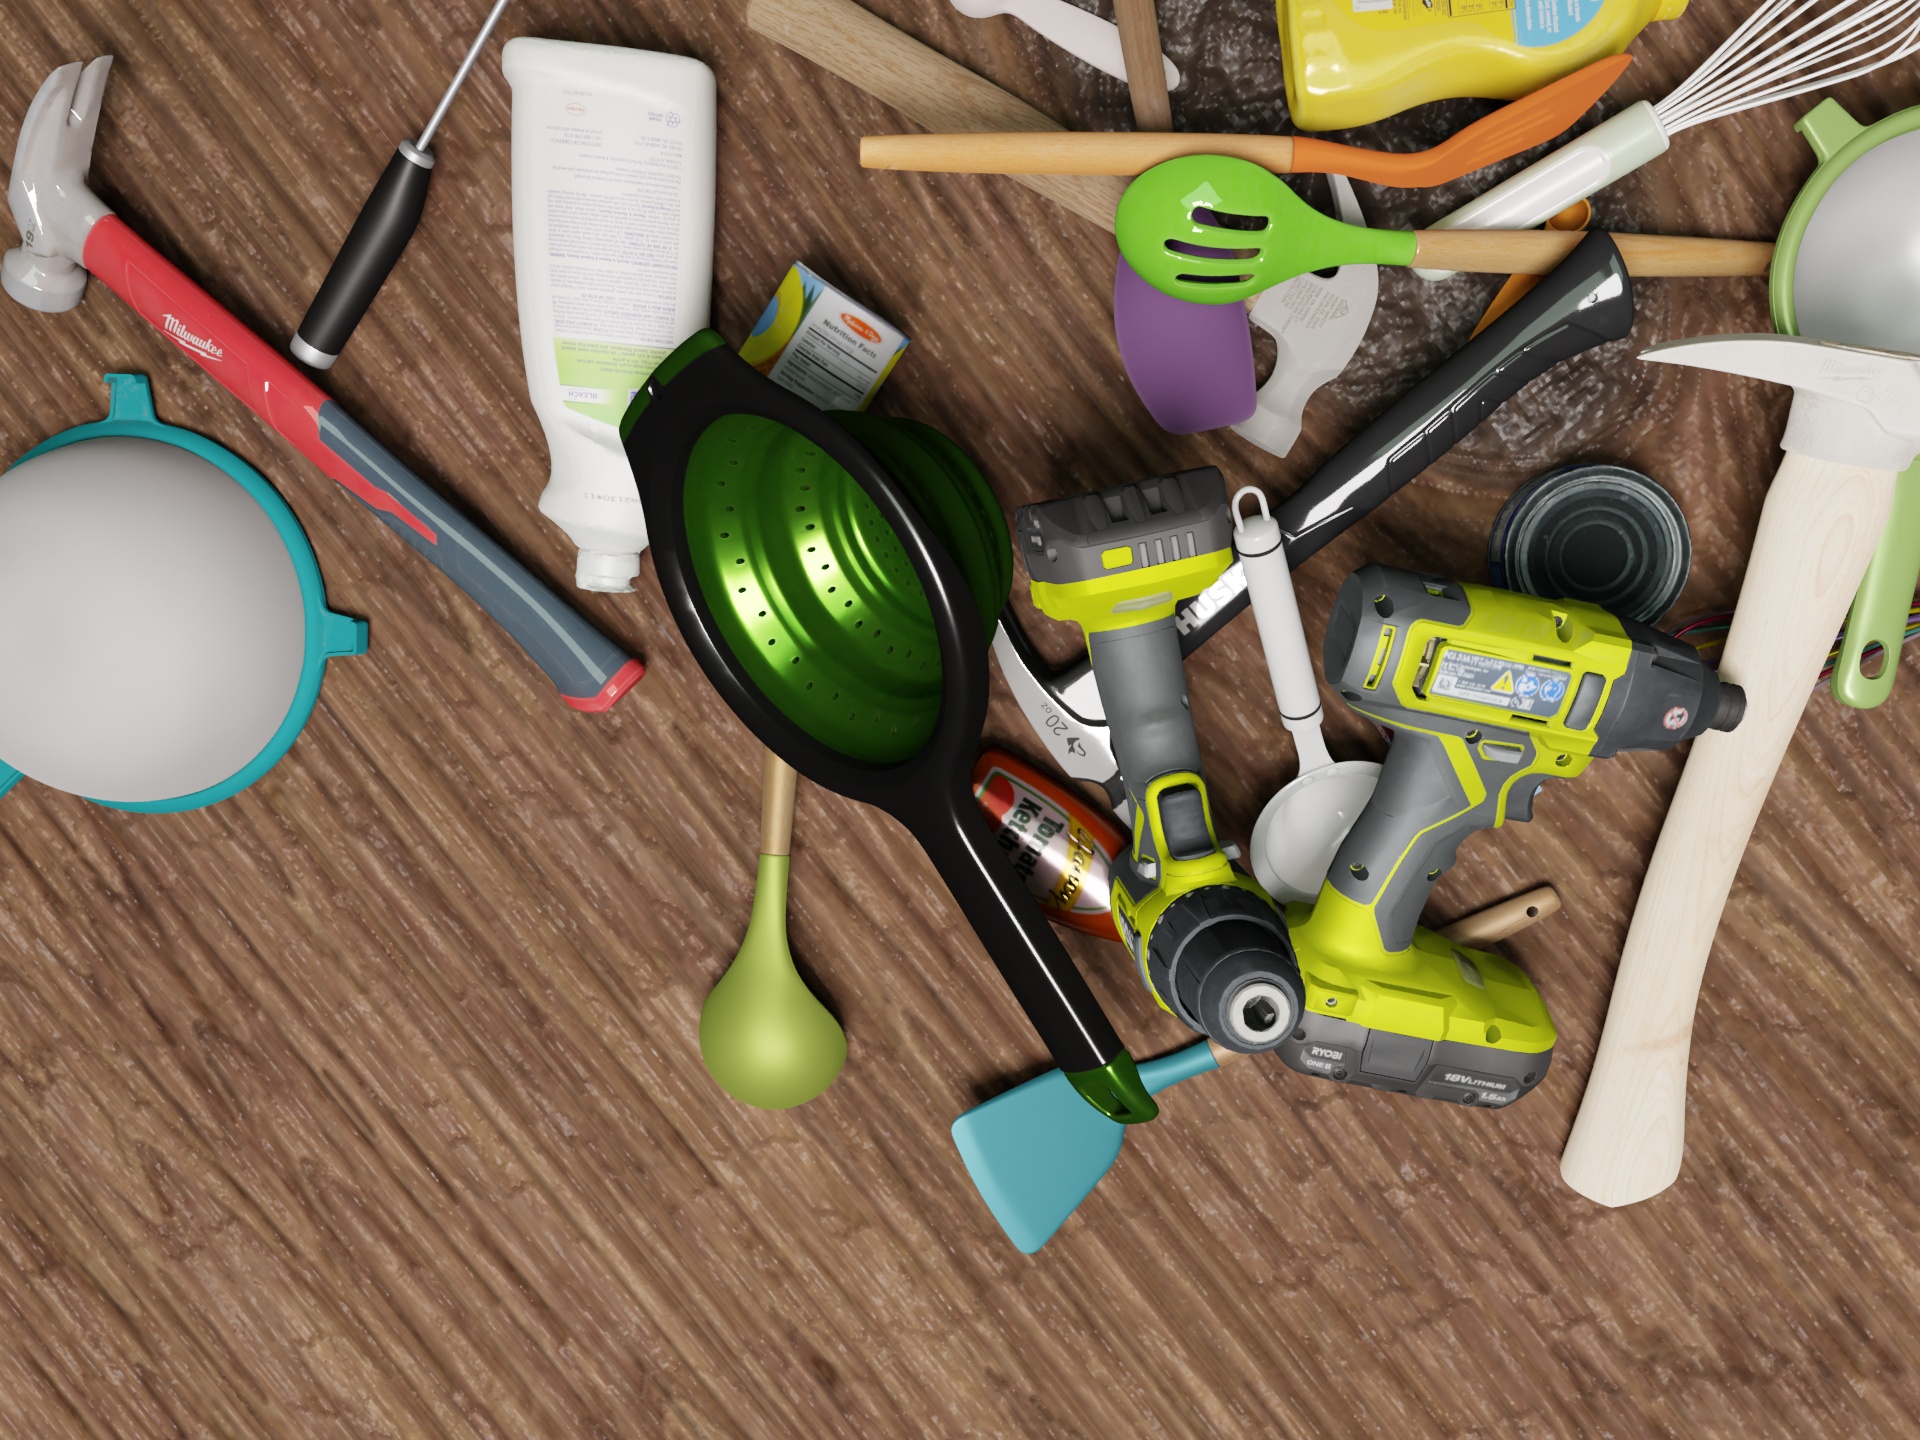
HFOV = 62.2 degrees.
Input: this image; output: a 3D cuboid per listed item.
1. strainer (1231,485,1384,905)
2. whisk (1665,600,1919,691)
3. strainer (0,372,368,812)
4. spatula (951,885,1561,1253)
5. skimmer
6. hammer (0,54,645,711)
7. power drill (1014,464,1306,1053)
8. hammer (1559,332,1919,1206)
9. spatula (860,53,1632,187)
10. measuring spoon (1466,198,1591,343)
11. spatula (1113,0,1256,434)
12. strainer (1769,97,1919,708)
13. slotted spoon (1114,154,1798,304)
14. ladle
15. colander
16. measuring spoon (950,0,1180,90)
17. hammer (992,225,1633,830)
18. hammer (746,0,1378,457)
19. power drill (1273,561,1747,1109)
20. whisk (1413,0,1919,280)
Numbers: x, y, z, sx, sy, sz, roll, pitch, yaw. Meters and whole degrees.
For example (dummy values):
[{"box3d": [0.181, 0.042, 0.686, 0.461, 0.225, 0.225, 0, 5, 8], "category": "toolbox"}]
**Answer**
[{"box3d": [0.159, 0.001, 0.728, 0.087, 0.050, 0.258, -20, 125, 4], "category": "strainer"}, {"box3d": [0.428, -0.043, 0.731, 0.245, 0.051, 0.047, -14, 117, 5], "category": "whisk"}, {"box3d": [-0.491, -0.007, 0.822, 0.340, 0.095, 0.211, -41, 91, 9], "category": "strainer"}, {"box3d": [0.151, 0.160, 0.789, 0.317, 0.044, 0.082, -28, 98, 9], "category": "spatula"}, {"box3d": [-0.254, -0.338, 0.750, 0.090, 0.127, 0.363, 32, 109, -16], "category": "skimmer"}, {"box3d": [-0.306, -0.149, 0.787, 0.386, 0.038, 0.143, 41, 129, -3], "category": "hammer"}, {"box3d": [0.087, 0.016, 0.658, 0.080, 0.190, 0.228, -13, 97, -1], "category": "power drill"}, {"box3d": [0.327, 0.038, 0.710, 0.146, 0.038, 0.410, 18, 115, 23], "category": "hammer"}, {"box3d": [0.118, -0.254, 0.688, 0.322, 0.081, 0.041, 0, 88, 0], "category": "spatula"}, {"box3d": [0.258, -0.191, 0.745, 0.021, 0.011, 0.117, 33, 104, 19], "category": "measuring spoon"}, {"box3d": [0.082, -0.287, 0.717, 0.060, 0.018, 0.316, -9, 94, 9], "category": "spatula"}, {"box3d": [0.411, -0.134, 0.700, 0.151, 0.069, 0.256, 9, 97, 3], "category": "strainer"}, {"box3d": [0.224, -0.209, 0.702, 0.313, 0.031, 0.070, 0, 137, -8], "category": "slotted spoon"}, {"box3d": [-0.089, 0.040, 0.811, 0.078, 0.062, 0.320, 4, 91, 14], "category": "ladle"}, {"box3d": [-0.001, -0.002, 0.726, 0.397, 0.094, 0.204, 58, 144, -4], "category": "colander"}, {"box3d": [0.048, -0.330, 0.748, 0.124, 0.018, 0.034, 29, 100, 2], "category": "measuring spoon"}, {"box3d": [0.158, -0.098, 0.728, 0.334, 0.035, 0.146, -40, 96, 20], "category": "hammer"}, {"box3d": [0.047, -0.265, 0.751, 0.331, 0.031, 0.130, 32, 101, 2], "category": "hammer"}, {"box3d": [0.224, 0.053, 0.693, 0.171, 0.080, 0.223, 11, 115, -3], "category": "power drill"}, {"box3d": [0.311, -0.264, 0.694, 0.246, 0.059, 0.057, -28, 105, 23], "category": "whisk"}]
